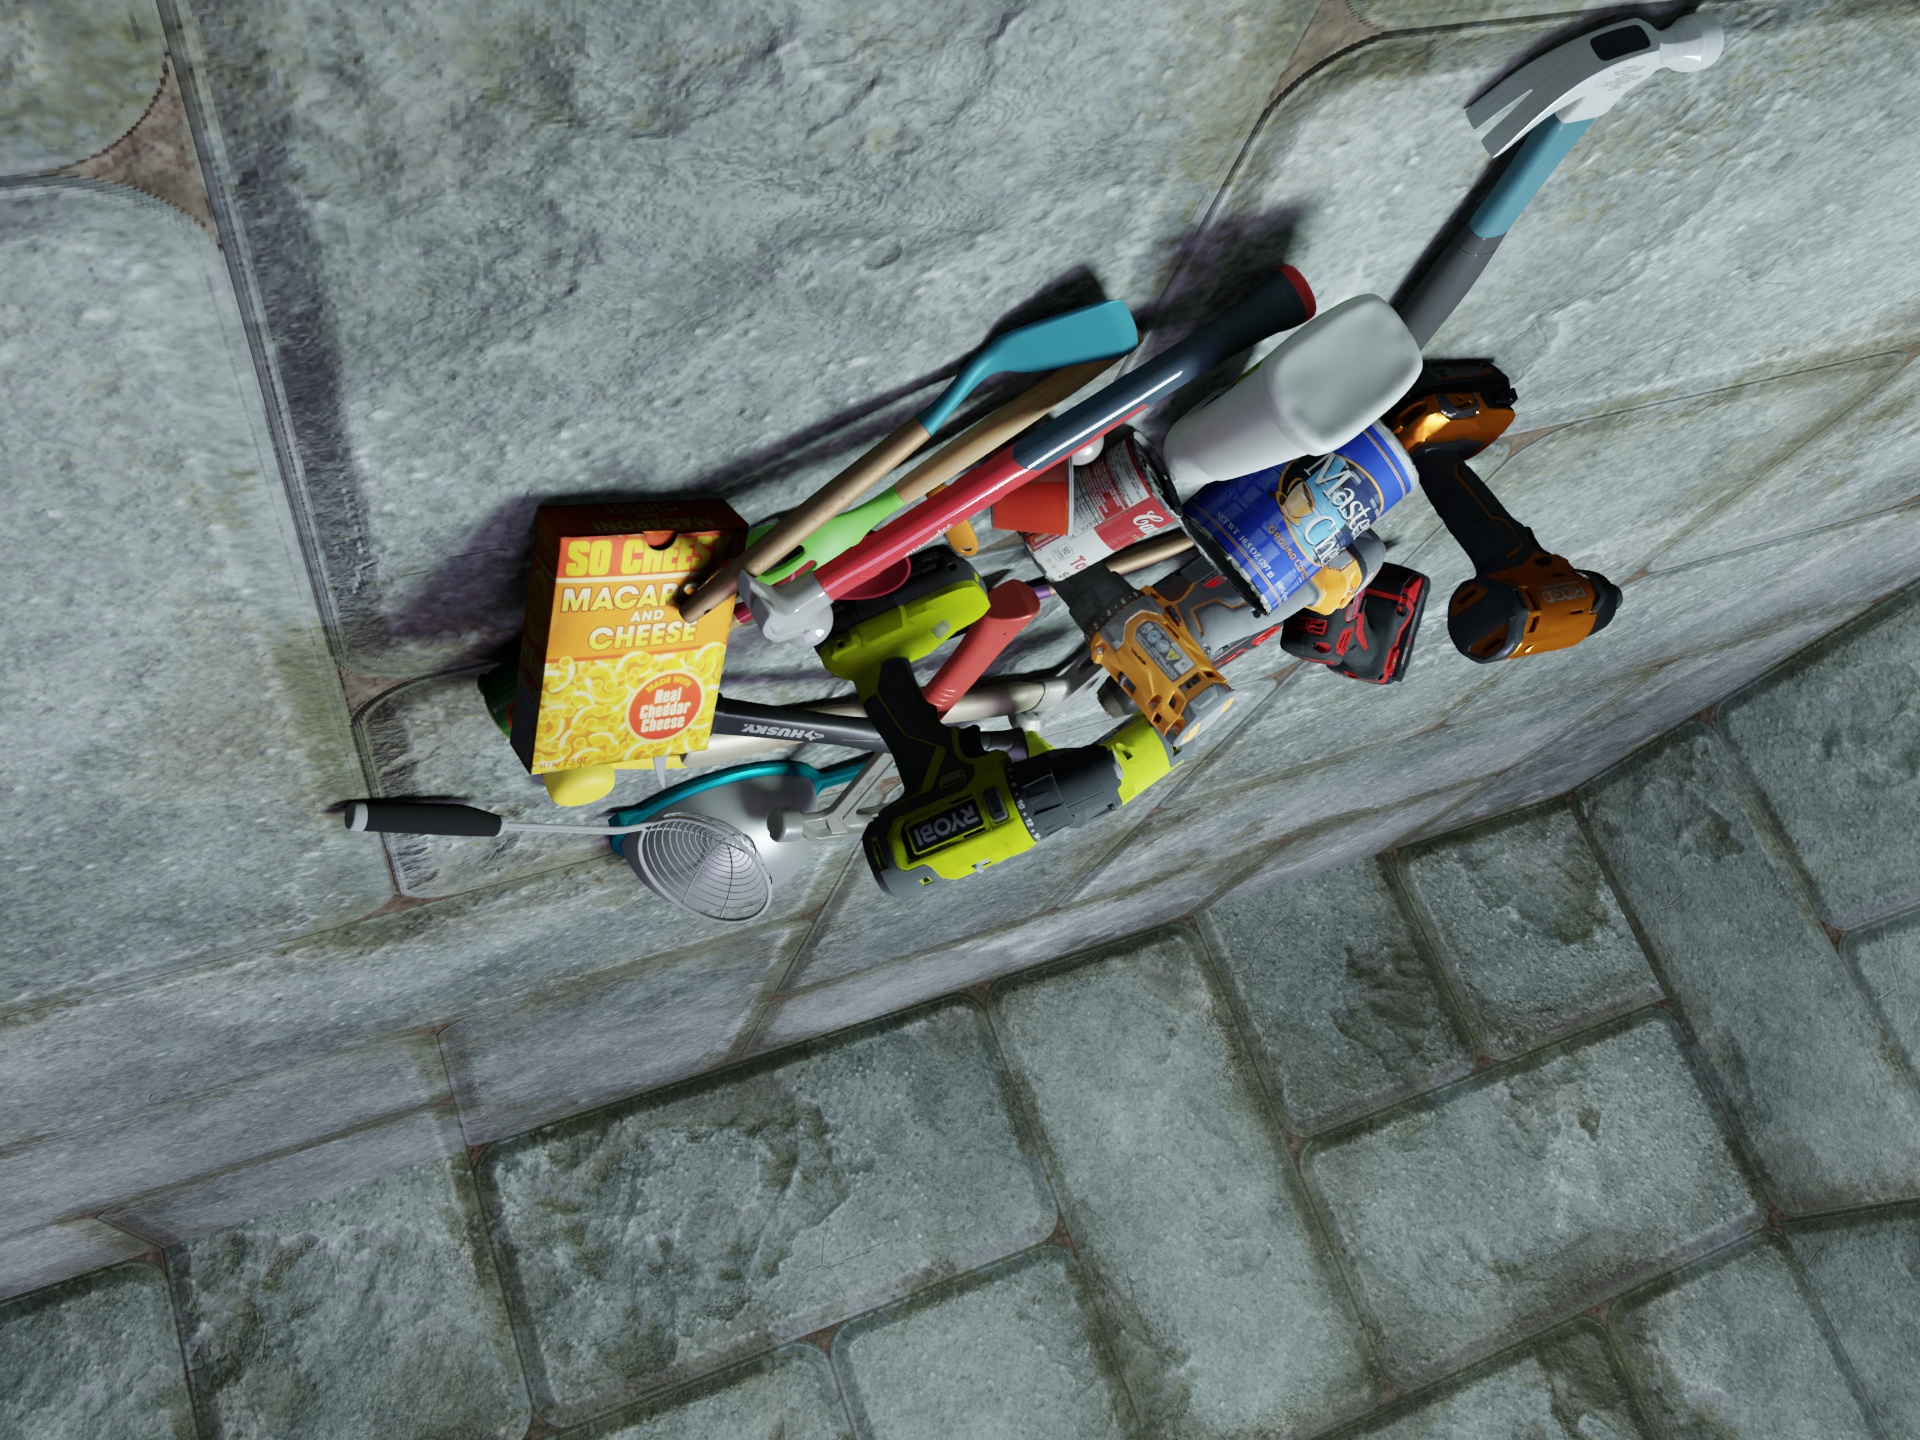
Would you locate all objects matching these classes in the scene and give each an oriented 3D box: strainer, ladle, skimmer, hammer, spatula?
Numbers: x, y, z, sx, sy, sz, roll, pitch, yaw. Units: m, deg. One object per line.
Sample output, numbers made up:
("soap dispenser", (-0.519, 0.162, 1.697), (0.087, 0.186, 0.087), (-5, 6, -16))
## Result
("strainer", (-0.161, 0.106, 1.536), (0.340, 0.095, 0.211), (-17, 162, -9))
("ladle", (-0.178, -0.063, 1.125), (0.315, 0.031, 0.069), (-24, 137, 16))
("skimmer", (-0.323, 0.117, 1.316), (0.363, 0.090, 0.127), (8, 150, -41))
("hammer", (-0.089, 0.012, 1.281), (0.334, 0.035, 0.146), (8, 140, -30))
("hammer", (-0.030, 0.002, 1.368), (0.149, 0.037, 0.359), (-4, 148, -38))
("hammer", (0.324, -0.300, 0.991), (0.128, 0.033, 0.331), (-17, 162, -17))
("hammer", (-0.057, -0.011, 1.409), (0.410, 0.038, 0.146), (-8, 157, -35))
("hammer", (0.042, -0.161, 0.953), (0.386, 0.038, 0.143), (-32, 175, 2))
("spatula", (0.095, -0.115, 1.300), (0.316, 0.018, 0.059), (-19, 159, -3))
("spatula", (-0.037, -0.150, 0.941), (0.317, 0.044, 0.082), (-38, 166, 6))

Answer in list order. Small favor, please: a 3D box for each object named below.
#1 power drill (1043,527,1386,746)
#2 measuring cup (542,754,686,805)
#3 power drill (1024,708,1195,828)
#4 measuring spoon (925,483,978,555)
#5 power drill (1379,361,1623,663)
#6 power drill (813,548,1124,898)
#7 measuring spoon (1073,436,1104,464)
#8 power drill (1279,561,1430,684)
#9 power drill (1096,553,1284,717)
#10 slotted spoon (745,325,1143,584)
("power drill", (0.190, -0.112, 1.230), (0.226, 0.185, 0.084), (-37, 166, -15))
("measuring cup", (-0.274, 0.048, 1.338), (0.156, 0.029, 0.062), (-3, 155, -39))
("power drill", (0.080, 0.056, 1.414), (0.171, 0.080, 0.223), (-32, -171, -34))
("measuring spoon", (-0.005, -0.137, 1.116), (0.021, 0.011, 0.116), (-4, 162, 11))
("power drill", (0.401, -0.154, 1.187), (0.164, 0.227, 0.084), (-9, 159, -34))
("power drill", (-0.002, -0.004, 1.167), (0.190, 0.229, 0.080), (-24, 162, 8))
("measuring spoon", (0.047, -0.164, 1.099), (0.124, 0.018, 0.034), (-28, 161, 25))
("power drill", (0.357, -0.112, 1.444), (0.079, 0.143, 0.219), (16, -179, 28))
("power drill", (0.196, -0.069, 1.402), (0.188, 0.080, 0.226), (-33, 171, 7))
("slotted spoon", (-0.019, -0.160, 1.015), (0.314, 0.031, 0.070), (-31, 133, 19))
